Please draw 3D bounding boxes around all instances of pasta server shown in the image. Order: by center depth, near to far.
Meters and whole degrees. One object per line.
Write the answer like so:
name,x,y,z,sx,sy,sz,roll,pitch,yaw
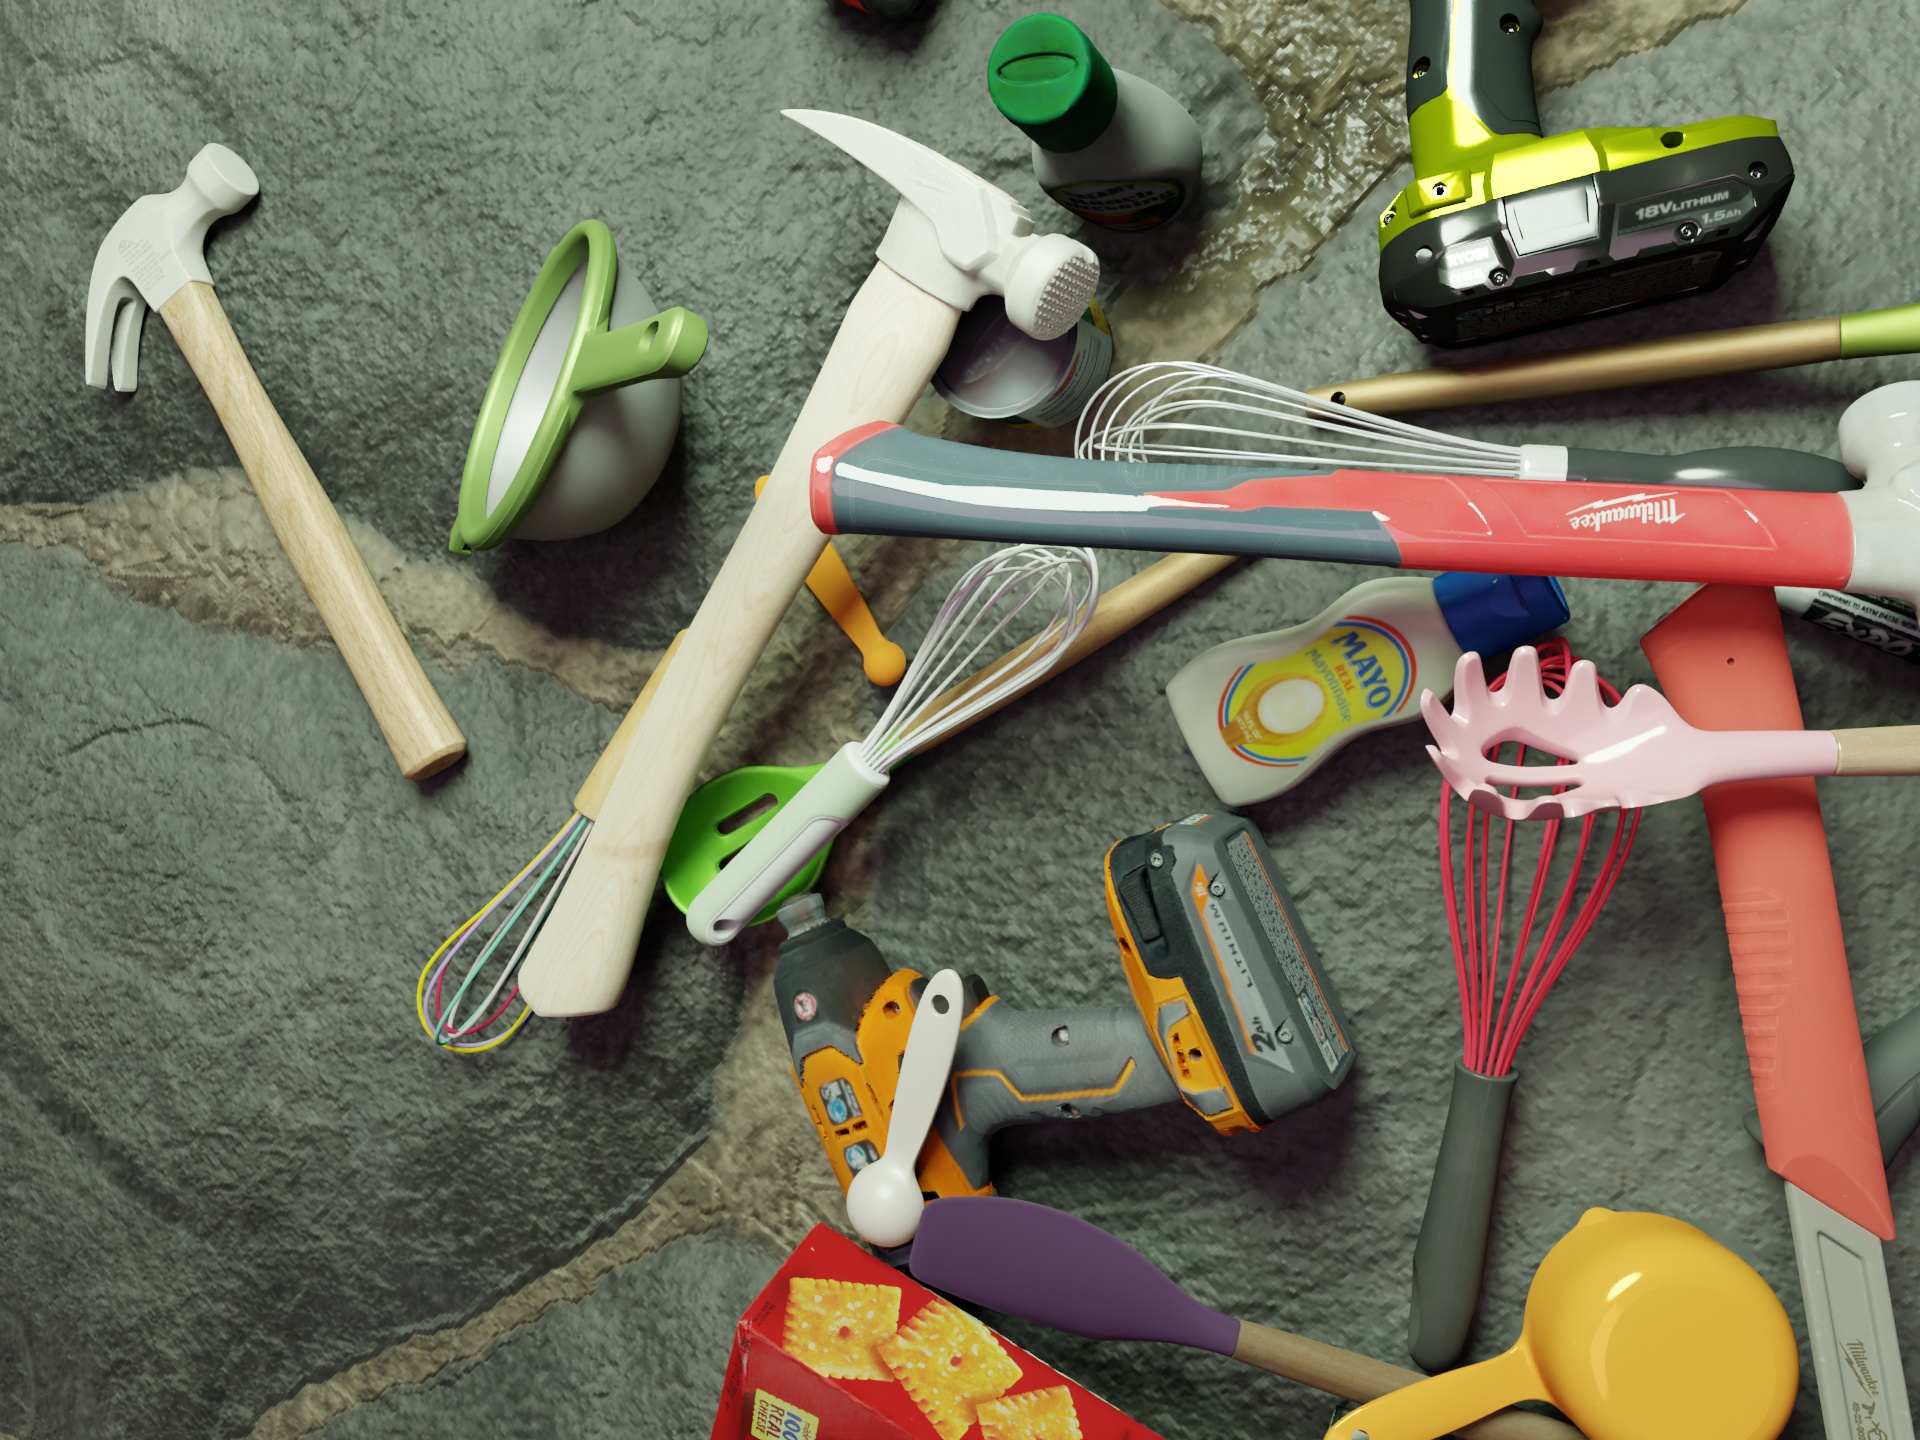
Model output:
pasta server,0.310,0.006,0.509,0.316,0.040,0.060,-2,57,10

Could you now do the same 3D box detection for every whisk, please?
whisk,0.183,-0.093,0.597,0.284,0.070,0.070,6,95,12
whisk,0.204,0.114,0.605,0.073,0.073,0.295,10,102,19
whisk,-0.033,0.014,0.663,0.246,0.057,0.059,-45,48,19
whisk,-0.188,0.059,0.752,0.047,0.051,0.245,38,102,20

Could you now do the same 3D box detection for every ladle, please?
ladle,0.287,-0.133,0.574,0.320,0.062,0.078,-2,95,27

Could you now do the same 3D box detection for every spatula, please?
spatula,0.133,0.248,0.623,0.316,0.018,0.059,17,115,5

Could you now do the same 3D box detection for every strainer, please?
strainer,-0.136,-0.133,0.656,0.256,0.069,0.151,10,81,59

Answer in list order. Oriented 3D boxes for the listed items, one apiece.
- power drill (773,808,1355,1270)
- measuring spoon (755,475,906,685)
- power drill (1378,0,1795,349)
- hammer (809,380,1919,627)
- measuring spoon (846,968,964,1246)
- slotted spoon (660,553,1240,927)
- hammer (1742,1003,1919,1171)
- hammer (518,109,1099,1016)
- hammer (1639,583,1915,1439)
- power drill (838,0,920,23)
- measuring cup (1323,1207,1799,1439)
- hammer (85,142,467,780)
power drill,0.027,0.118,0.658,0.226,0.084,0.164,-27,84,24
measuring spoon,-0.061,-0.064,0.708,0.021,0.011,0.117,-38,75,16
power drill,0.213,-0.262,0.569,0.171,0.080,0.223,-10,87,20
hammer,0.136,-0.056,0.534,0.386,0.038,0.143,4,60,9
measuring spoon,-0.022,0.157,0.634,0.034,0.018,0.124,21,105,24
slotted spoon,-0.001,-0.002,0.688,0.313,0.031,0.070,-32,83,17
hammer,0.412,0.047,0.537,0.334,0.035,0.146,-44,80,17
hammer,-0.101,-0.045,0.670,0.146,0.038,0.410,39,112,23
hammer,0.299,0.125,0.539,0.149,0.036,0.359,-8,83,11
power drill,-0.085,-0.403,0.669,0.220,0.078,0.143,30,103,13
measuring cup,0.218,0.244,0.582,0.173,0.052,0.095,-21,83,0
hammer,-0.342,-0.117,0.801,0.130,0.031,0.331,-33,82,18
